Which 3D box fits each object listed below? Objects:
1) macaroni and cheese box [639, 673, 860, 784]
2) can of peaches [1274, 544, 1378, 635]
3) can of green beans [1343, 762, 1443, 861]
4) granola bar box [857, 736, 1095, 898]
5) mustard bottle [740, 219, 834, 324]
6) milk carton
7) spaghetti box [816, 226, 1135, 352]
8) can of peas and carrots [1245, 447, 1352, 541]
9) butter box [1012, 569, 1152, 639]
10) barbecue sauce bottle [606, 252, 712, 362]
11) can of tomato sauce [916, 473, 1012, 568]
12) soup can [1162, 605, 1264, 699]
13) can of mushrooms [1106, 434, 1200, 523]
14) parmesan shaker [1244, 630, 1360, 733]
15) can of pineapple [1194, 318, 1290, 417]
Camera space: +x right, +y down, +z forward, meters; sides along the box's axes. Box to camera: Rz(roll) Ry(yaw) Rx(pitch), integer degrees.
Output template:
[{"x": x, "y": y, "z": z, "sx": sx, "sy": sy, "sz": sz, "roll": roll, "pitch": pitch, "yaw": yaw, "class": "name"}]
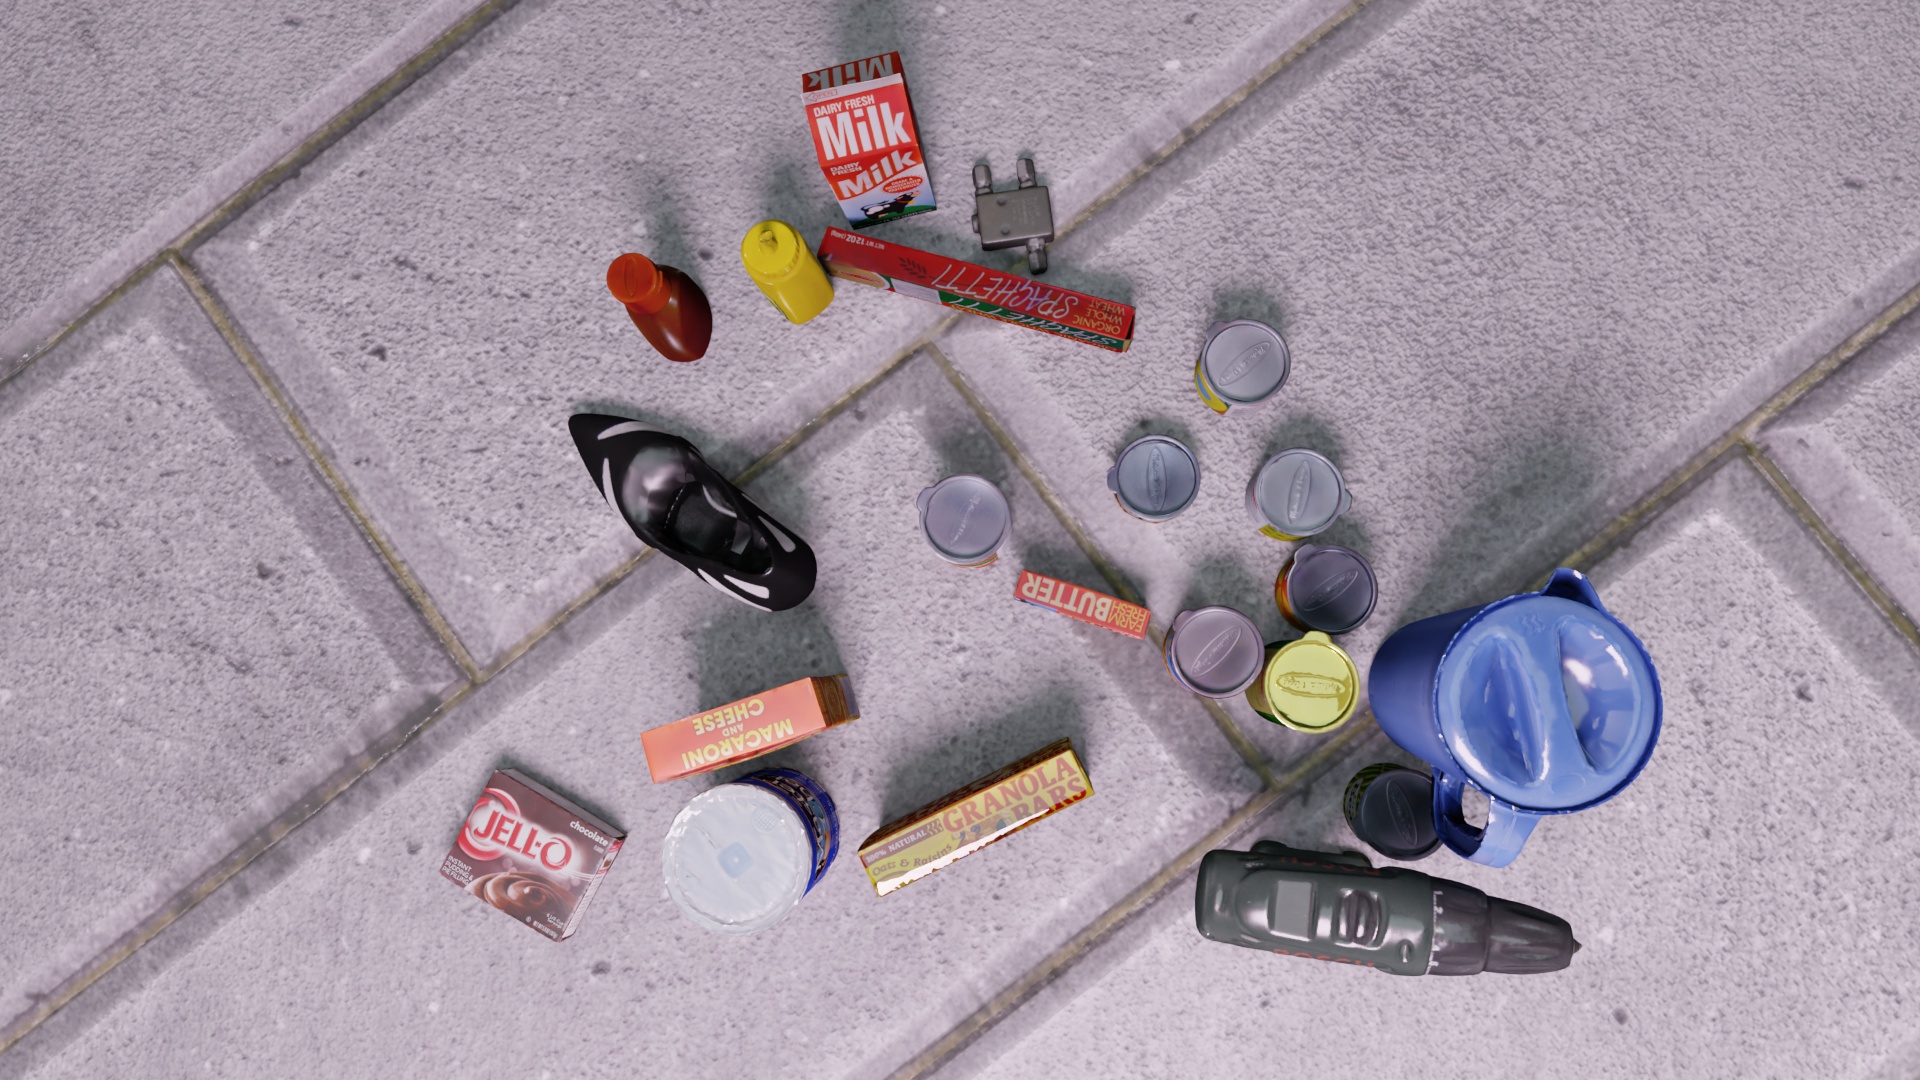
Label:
[{"x": -0.145, "y": 0.133, "z": 1.000, "sx": 0.124, "sy": 0.166, "sz": 0.040, "roll": -18, "pitch": 85, "yaw": 2, "class": "macaroni and cheese box"}, {"x": 0.271, "y": 0.036, "z": 1.038, "sx": 0.071, "sy": 0.058, "sz": 0.071, "roll": 0, "pitch": 85, "yaw": 3, "class": "can of peaches"}, {"x": 0.320, "y": 0.198, "z": 1.021, "sx": 0.071, "sy": 0.058, "sz": 0.071, "roll": 0, "pitch": 85, "yaw": 3, "class": "can of green beans"}, {"x": 0.013, "y": 0.197, "z": 1.006, "sx": 0.165, "sy": 0.124, "sz": 0.039, "roll": -26, "pitch": 84, "yaw": 1, "class": "granola bar box"}, {"x": -0.134, "y": -0.206, "z": 1.032, "sx": 0.049, "sy": 0.160, "sz": 0.065, "roll": -39, "pitch": 84, "yaw": 0, "class": "mustard bottle"}, {"x": -0.067, "y": -0.297, "z": 1.021, "sx": 0.072, "sy": 0.190, "sz": 0.073, "roll": -12, "pitch": 85, "yaw": 3, "class": "milk carton"}, {"x": 0.014, "y": -0.193, "z": 1.078, "sx": 0.250, "sy": 0.050, "sz": 0.028, "roll": 16, "pitch": 87, "yaw": 5, "class": "spaghetti box"}, {"x": 0.253, "y": -0.033, "z": 1.045, "sx": 0.071, "sy": 0.058, "sz": 0.071, "roll": 0, "pitch": 85, "yaw": 3, "class": "can of peas and carrots"}, {"x": 0.092, "y": 0.049, "z": 1.050, "sx": 0.103, "sy": 0.053, "sz": 0.024, "roll": 18, "pitch": 87, "yaw": 5, "class": "butter box"}, {"x": -0.224, "y": -0.178, "z": 1.041, "sx": 0.044, "sy": 0.148, "sz": 0.065, "roll": -2, "pitch": 85, "yaw": 3, "class": "barbecue sauce bottle"}, {"x": 0.004, "y": -0.013, "z": 1.046, "sx": 0.071, "sy": 0.083, "sz": 0.071, "roll": 0, "pitch": 85, "yaw": 3, "class": "can of tomato sauce"}, {"x": 0.183, "y": 0.080, "z": 1.027, "sx": 0.071, "sy": 0.083, "sz": 0.071, "roll": 0, "pitch": 85, "yaw": 3, "class": "soup can"}, {"x": 0.147, "y": -0.047, "z": 1.065, "sx": 0.071, "sy": 0.033, "sz": 0.071, "roll": 0, "pitch": 85, "yaw": 3, "class": "can of mushrooms"}, {"x": 0.247, "y": 0.102, "z": 1.011, "sx": 0.071, "sy": 0.103, "sz": 0.071, "roll": 0, "pitch": 85, "yaw": 4, "class": "parmesan shaker"}, {"x": 0.213, "y": -0.132, "z": 1.057, "sx": 0.071, "sy": 0.058, "sz": 0.071, "roll": 0, "pitch": 85, "yaw": 3, "class": "can of pineapple"}]
